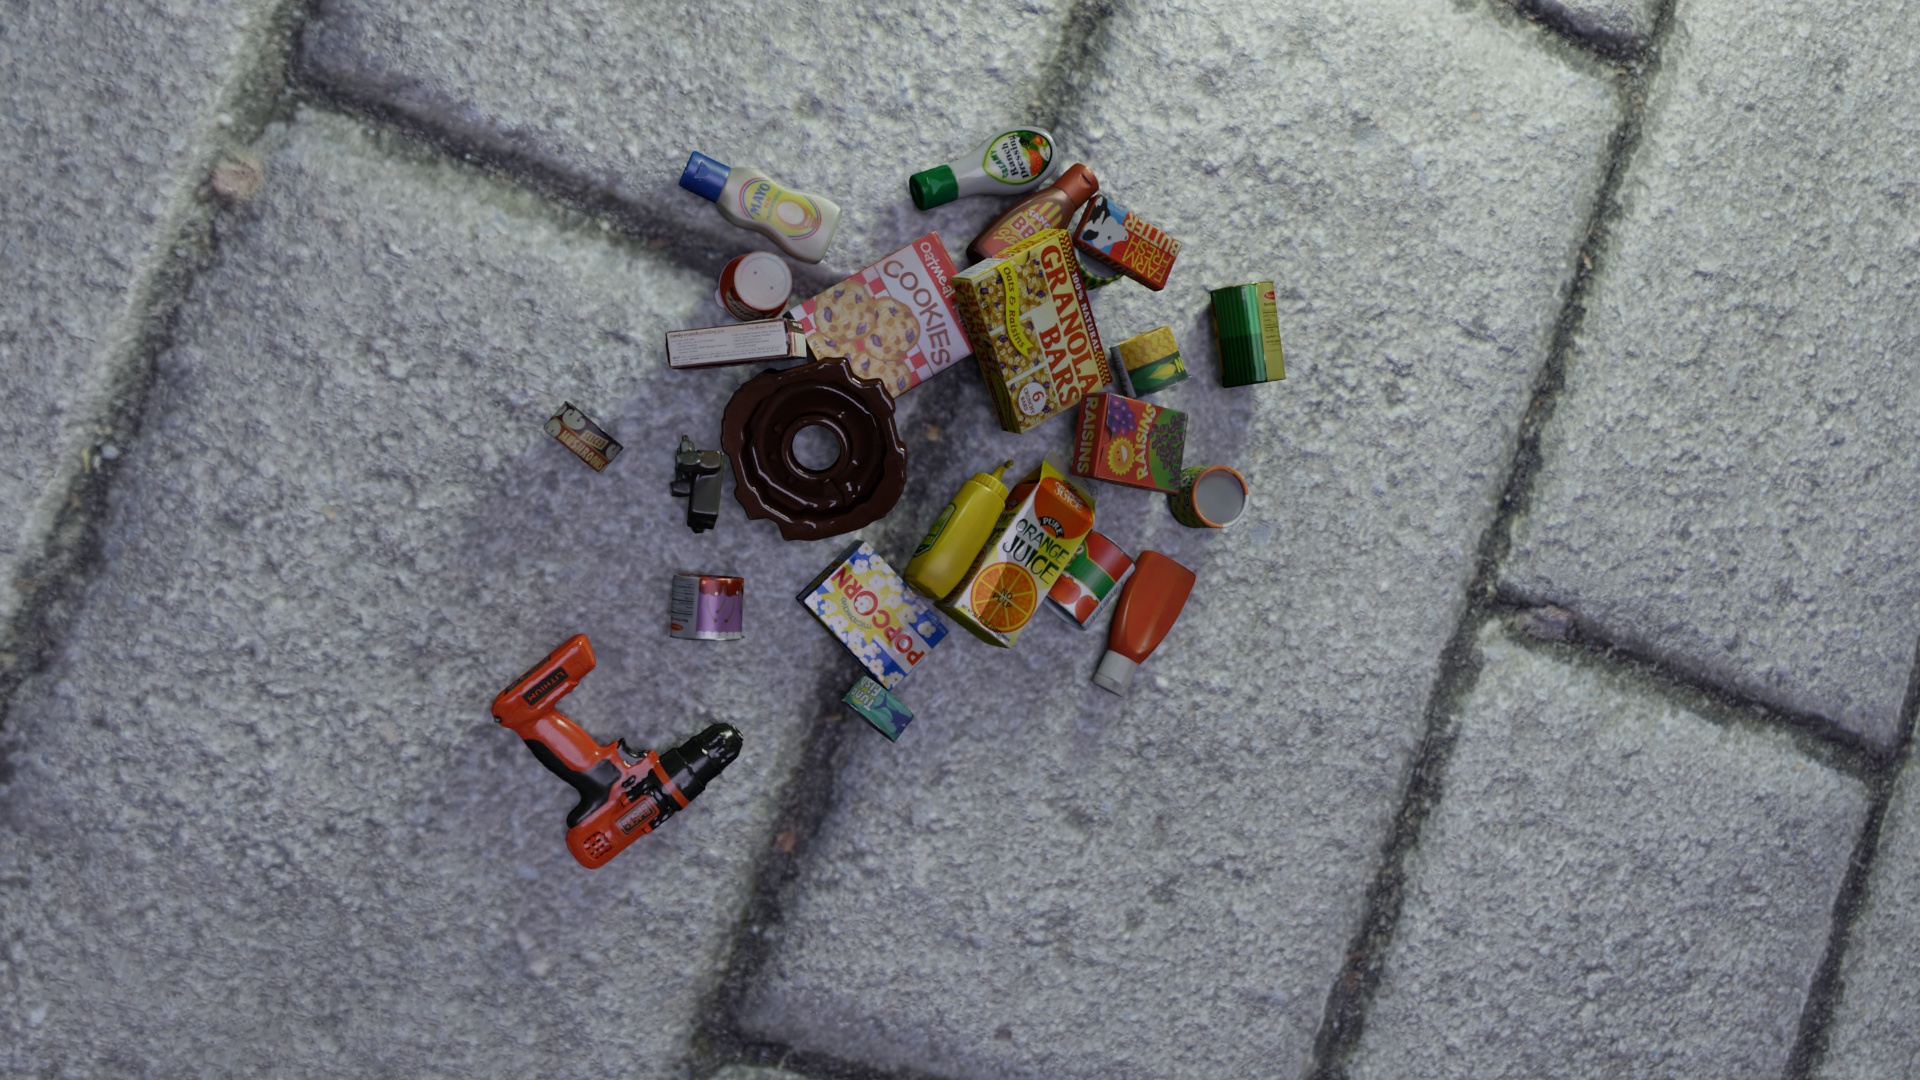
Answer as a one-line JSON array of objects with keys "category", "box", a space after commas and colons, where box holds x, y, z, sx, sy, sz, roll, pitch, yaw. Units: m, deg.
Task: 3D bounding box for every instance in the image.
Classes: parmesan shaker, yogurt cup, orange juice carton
[{"category": "parmesan shaker", "box": [0.298, -0.214, 1.446, 0.071, 0.071, 0.103, -9, 94, -17]}, {"category": "yogurt cup", "box": [-0.189, -0.239, 1.301, 0.072, 0.054, 0.072, 0, 91, -18]}, {"category": "orange juice carton", "box": [0.063, 0.007, 1.373, 0.072, 0.073, 0.193, 37, 80, -14]}]

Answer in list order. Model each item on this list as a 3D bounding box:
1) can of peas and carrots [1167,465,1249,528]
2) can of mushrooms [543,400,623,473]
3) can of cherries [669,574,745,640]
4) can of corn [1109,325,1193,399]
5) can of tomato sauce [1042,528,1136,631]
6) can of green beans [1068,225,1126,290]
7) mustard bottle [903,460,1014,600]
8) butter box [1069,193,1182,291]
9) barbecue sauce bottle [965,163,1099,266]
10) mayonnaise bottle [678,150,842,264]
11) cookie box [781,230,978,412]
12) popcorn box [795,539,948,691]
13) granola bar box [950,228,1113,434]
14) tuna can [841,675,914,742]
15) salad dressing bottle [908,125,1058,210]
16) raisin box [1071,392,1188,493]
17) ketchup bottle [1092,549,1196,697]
[{"category": "can of peas and carrots", "box": [0.255, -0.046, 1.441, 0.071, 0.058, 0.071, 0, 91, -18]}, {"category": "can of mushrooms", "box": [-0.338, -0.092, 1.247, 0.071, 0.071, 0.033, 41, 81, -14]}, {"category": "can of cherries", "box": [-0.232, 0.062, 1.287, 0.071, 0.071, 0.058, 2, 89, -17]}, {"category": "can of corn", "box": [0.194, -0.182, 1.415, 0.071, 0.071, 0.058, -23, 97, -16]}, {"category": "can of tomato sauce", "box": [0.124, 0.038, 1.397, 0.071, 0.071, 0.083, 42, 80, -14]}, {"category": "can of green beans", "box": [0.135, -0.289, 1.400, 0.071, 0.058, 0.071, 0, 91, -17]}, {"category": "mustard bottle", "box": [0.005, -0.017, 1.363, 0.049, 0.065, 0.160, 37, 74, -15]}, {"category": "butter box", "box": [0.164, -0.291, 1.364, 0.103, 0.024, 0.053, 27, 82, -16]}, {"category": "barbecue sauce bottle", "box": [0.076, -0.317, 1.389, 0.149, 0.043, 0.065, -45, 106, -12]}, {"category": "mayonnaise bottle", "box": [-0.189, -0.317, 1.306, 0.148, 0.041, 0.065, 23, 86, -17]}, {"category": "cookie box", "box": [-0.068, -0.205, 1.346, 0.168, 0.040, 0.122, -31, 100, -15]}, {"category": "popcorn box", "box": [-0.084, 0.073, 1.346, 0.085, 0.038, 0.126, -45, 103, -12]}, {"category": "granola bar box", "box": [0.073, -0.204, 1.360, 0.125, 0.039, 0.165, -32, 116, -25]}, {"category": "tuna can", "box": [-0.080, 0.160, 1.333, 0.071, 0.071, 0.033, 41, 78, -14]}, {"category": "salad dressing bottle", "box": [0.023, -0.364, 1.371, 0.148, 0.044, 0.064, -23, 96, -16]}, {"category": "raisin box", "box": [0.172, -0.097, 1.401, 0.123, 0.040, 0.086, 9, 89, -40]}, {"category": "ketchup bottle", "box": [0.184, 0.087, 1.428, 0.065, 0.043, 0.149, 29, 82, -15]}]
